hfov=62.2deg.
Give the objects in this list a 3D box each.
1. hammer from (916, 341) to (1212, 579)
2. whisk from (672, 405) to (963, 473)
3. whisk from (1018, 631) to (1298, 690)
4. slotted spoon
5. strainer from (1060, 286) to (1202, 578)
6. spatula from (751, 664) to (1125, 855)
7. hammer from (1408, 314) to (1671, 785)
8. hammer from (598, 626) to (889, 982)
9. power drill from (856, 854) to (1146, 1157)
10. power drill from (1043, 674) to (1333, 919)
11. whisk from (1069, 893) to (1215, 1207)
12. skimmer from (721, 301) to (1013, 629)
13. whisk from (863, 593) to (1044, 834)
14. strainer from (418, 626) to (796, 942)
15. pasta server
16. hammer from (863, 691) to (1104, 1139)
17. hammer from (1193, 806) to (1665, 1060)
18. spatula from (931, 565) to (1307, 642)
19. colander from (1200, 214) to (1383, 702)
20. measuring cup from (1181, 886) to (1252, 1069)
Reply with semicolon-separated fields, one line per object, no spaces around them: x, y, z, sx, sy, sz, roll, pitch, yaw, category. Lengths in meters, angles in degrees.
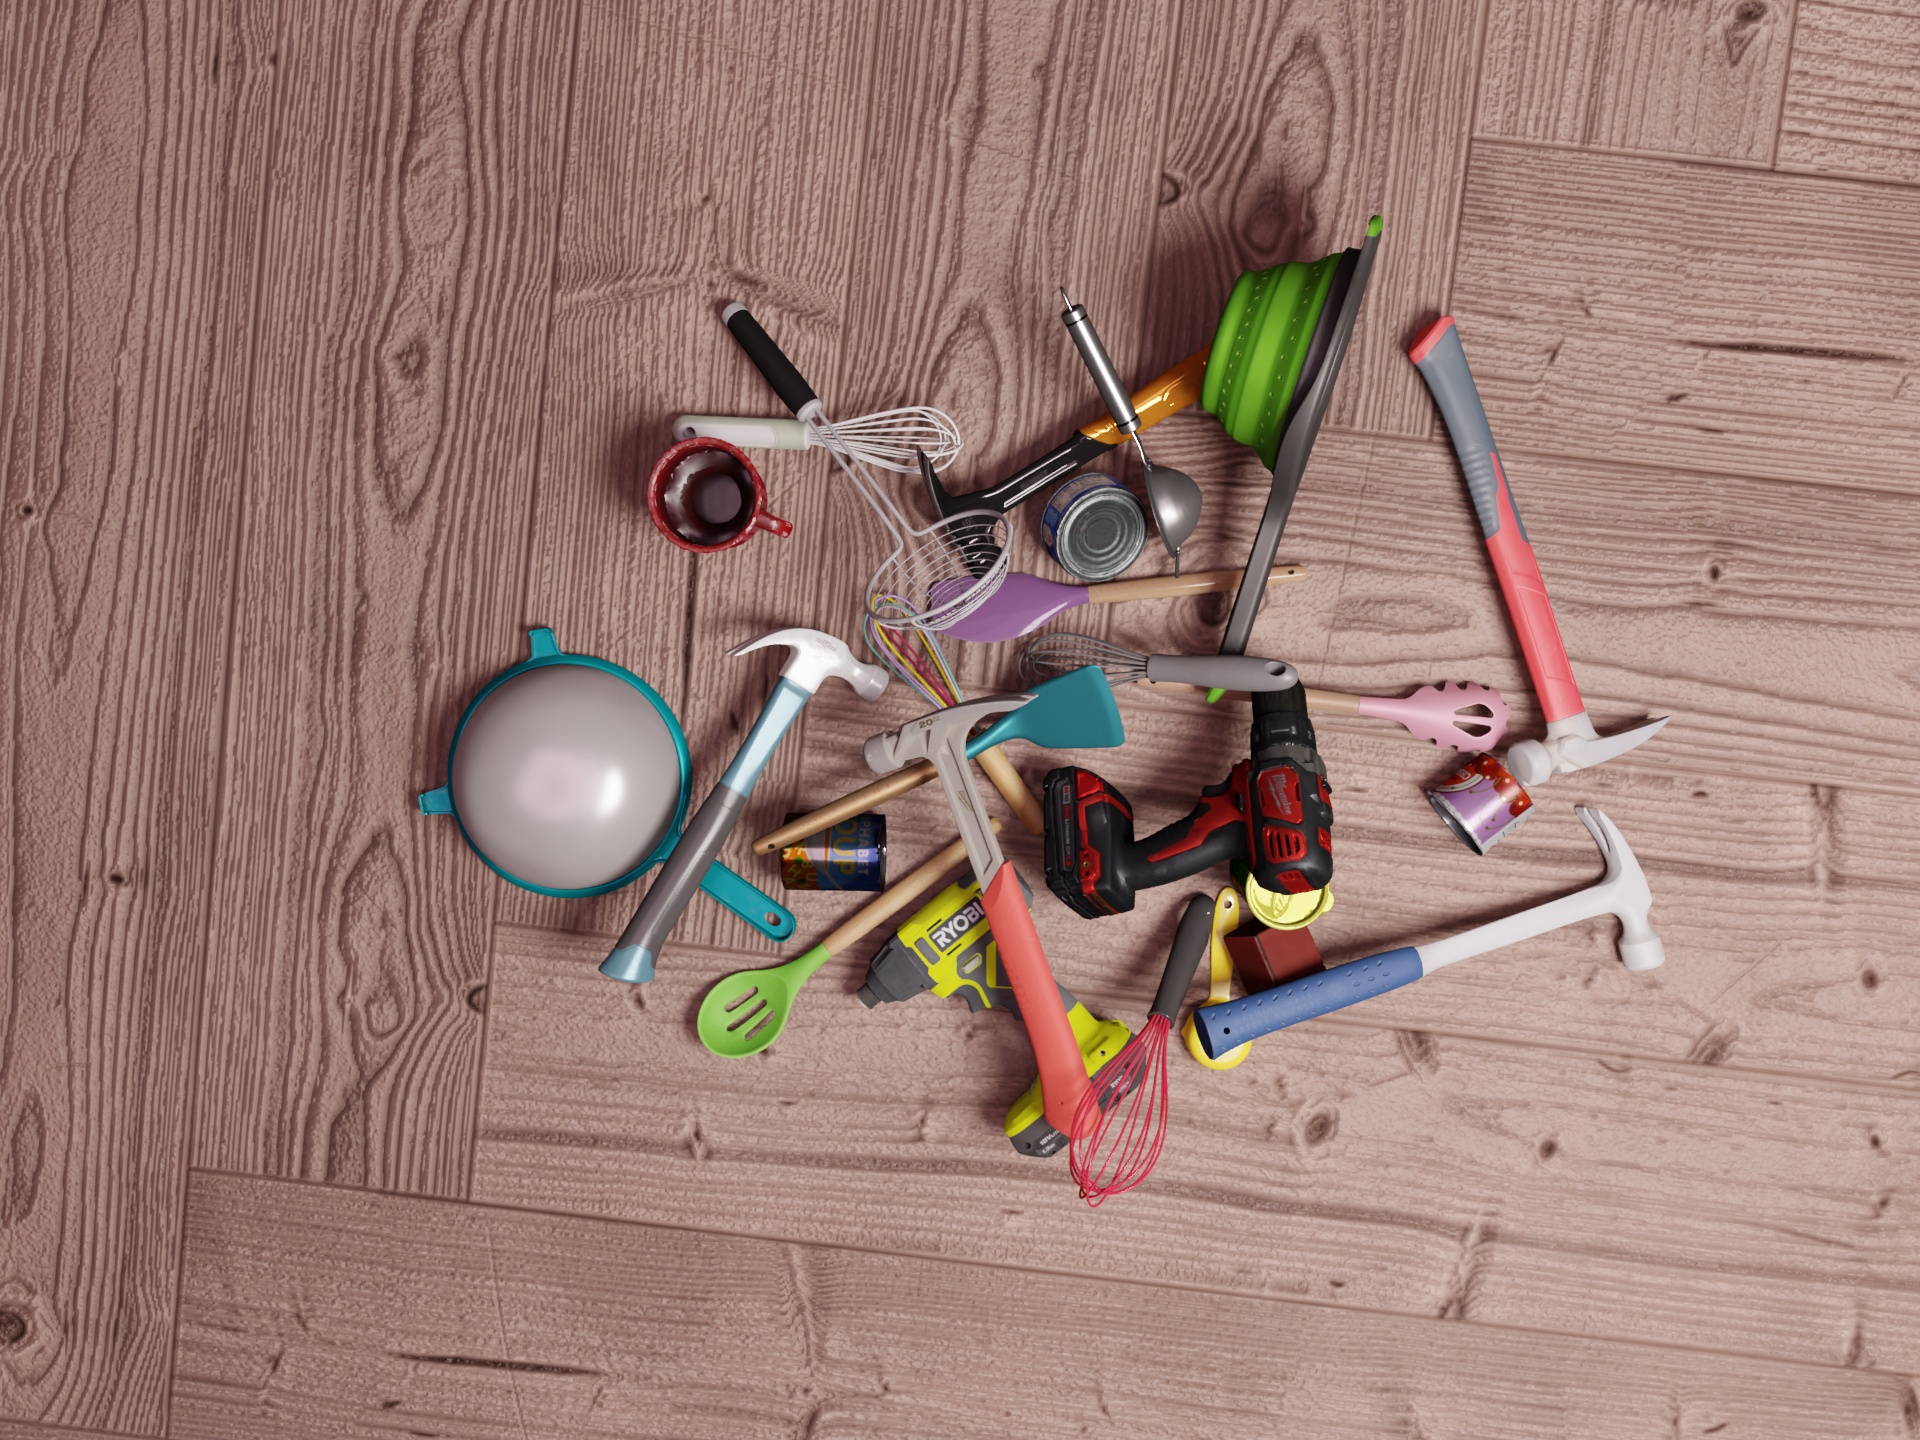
0.128;-0.250;1.305;0.337;0.034;0.127;-31;125;0;hammer
-0.120;-0.237;1.326;0.246;0.059;0.057;3;122;5;whisk
0.156;-0.041;1.287;0.239;0.055;0.055;4;95;29;whisk
-0.092;0.182;1.361;0.314;0.031;0.070;-37;75;1;slotted spoon
0.139;-0.228;1.260;0.050;0.087;0.258;-22;114;20;strainer
-0.023;0.043;1.300;0.317;0.044;0.082;-25;121;-5;spatula
0.465;-0.150;1.312;0.143;0.038;0.386;-18;89;-16;hammer
-0.192;0.069;1.305;0.128;0.033;0.331;33;82;-22;hammer
0.035;0.247;1.341;0.171;0.080;0.223;-40;88;4;power drill
0.184;0.060;1.274;0.227;0.080;0.188;-14;59;25;power drill
0.154;0.256;1.271;0.073;0.073;0.296;29;53;-1;whisk
-0.091;-0.214;1.246;0.127;0.090;0.363;-36;72;-3;skimmer
-0.003;-0.003;1.340;0.051;0.047;0.245;-36;96;2;whisk
-0.285;0.088;1.326;0.340;0.095;0.211;35;94;0;strainer
0.306;-0.017;1.340;0.316;0.040;0.060;7;94;5;pasta server
0.048;0.159;1.253;0.149;0.037;0.359;-17;97;27;hammer
0.383;0.189;1.305;0.405;0.035;0.144;-16;92;-11;hammer
0.133;-0.106;1.339;0.316;0.018;0.060;-6;77;1;spatula
0.224;-0.207;1.254;0.094;0.204;0.397;19;111;11;colander
0.224;0.221;1.354;0.062;0.029;0.156;4;94;1;measuring cup
